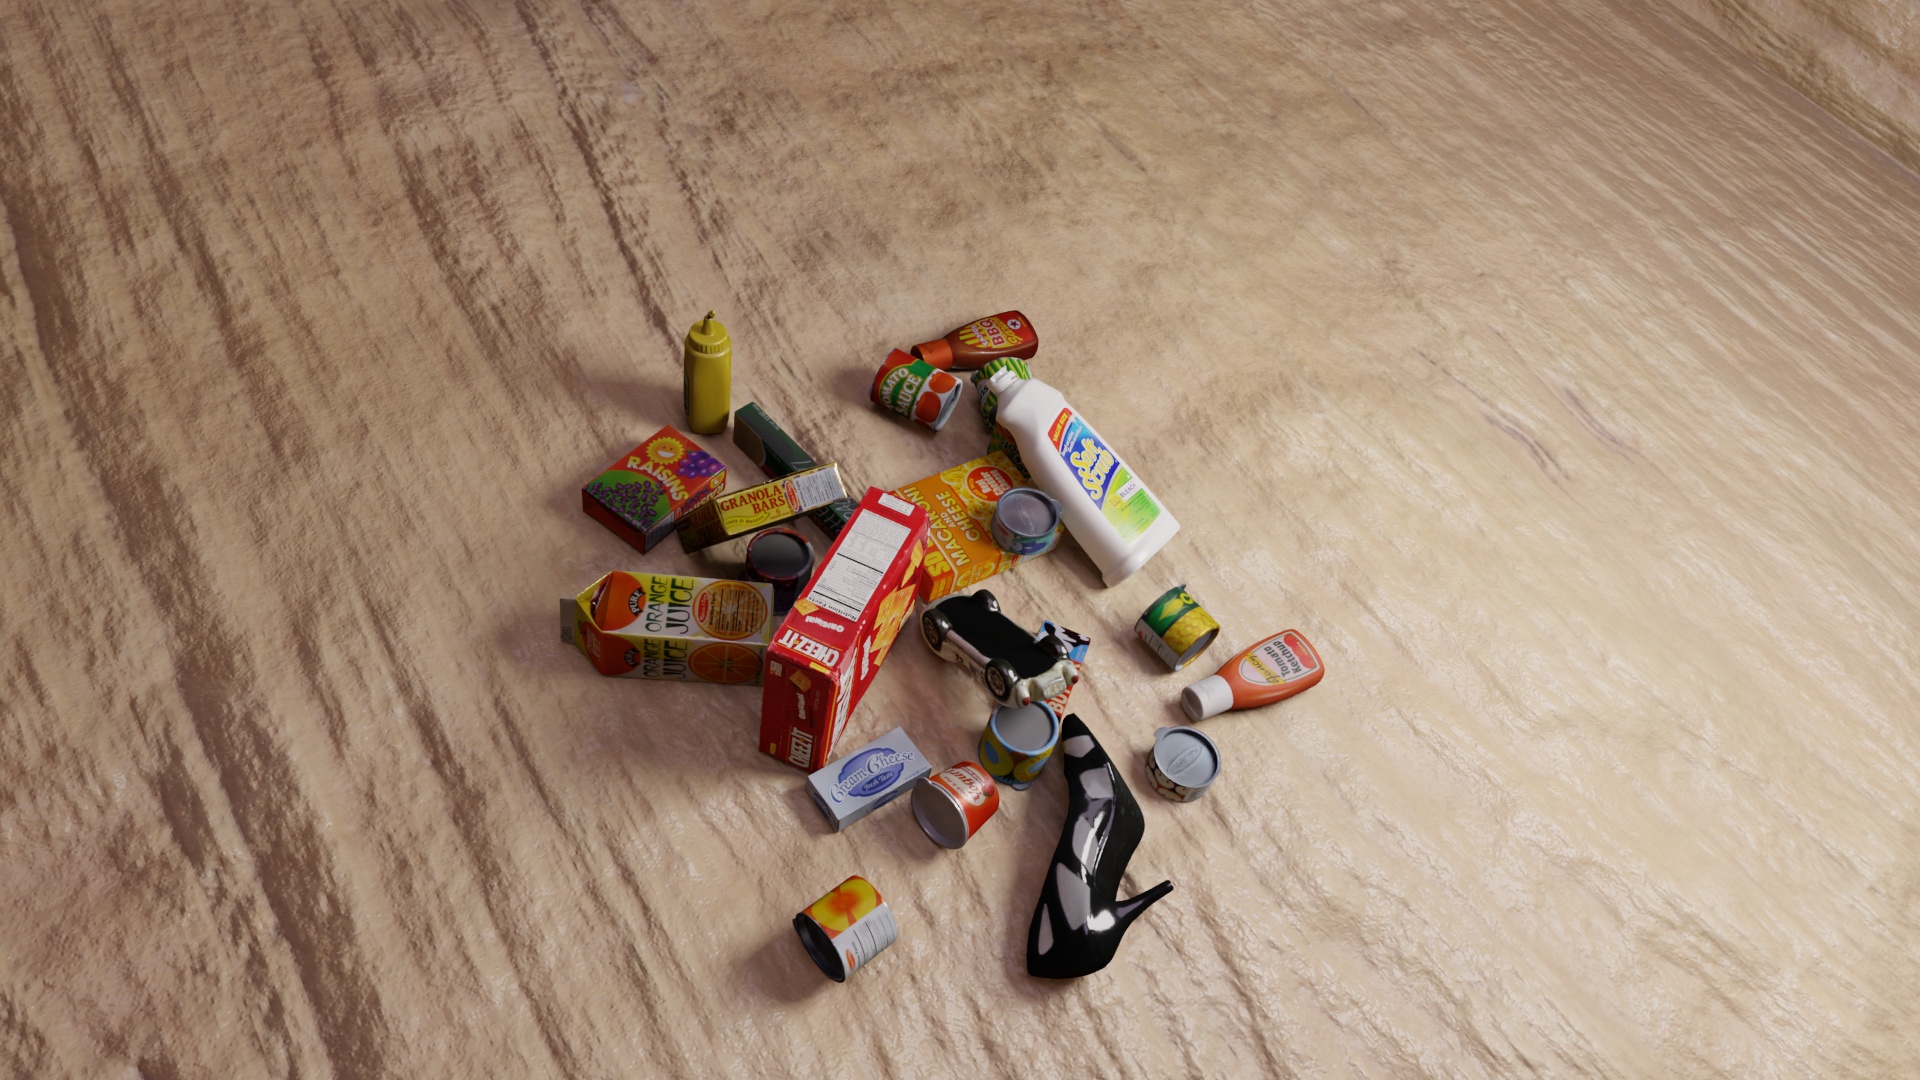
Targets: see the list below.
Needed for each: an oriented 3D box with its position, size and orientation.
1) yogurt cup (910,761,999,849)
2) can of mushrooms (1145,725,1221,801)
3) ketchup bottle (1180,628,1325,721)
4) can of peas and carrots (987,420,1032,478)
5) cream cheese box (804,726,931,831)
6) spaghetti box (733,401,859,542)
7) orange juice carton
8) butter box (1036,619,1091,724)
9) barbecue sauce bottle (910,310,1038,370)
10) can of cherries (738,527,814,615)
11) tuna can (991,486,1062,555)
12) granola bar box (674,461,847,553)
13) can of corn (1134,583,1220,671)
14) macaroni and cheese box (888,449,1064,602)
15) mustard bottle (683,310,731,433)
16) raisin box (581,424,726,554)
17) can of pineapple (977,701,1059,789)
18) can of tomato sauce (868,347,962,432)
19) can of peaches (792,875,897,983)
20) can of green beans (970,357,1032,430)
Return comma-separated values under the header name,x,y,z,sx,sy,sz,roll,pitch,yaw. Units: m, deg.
name,x,y,z,sx,sy,sz,roll,pitch,yaw
yogurt cup,-0.002,0.233,1.236,0.072,0.072,0.054,43,47,21
can of mushrooms,0.210,0.211,1.320,0.071,0.033,0.071,6,51,-8
ketchup bottle,0.290,0.140,1.390,0.149,0.043,0.065,-19,58,-25
can of peas and carrots,0.067,-0.109,1.531,0.071,0.058,0.071,6,50,-7
cream cheese box,-0.083,0.215,1.256,0.104,0.024,0.053,-26,60,-29
spaghetti box,-0.149,-0.049,1.438,0.029,0.049,0.250,-33,65,-30
orange juice carton,-0.273,0.081,1.290,0.193,0.071,0.073,5,51,-9
butter box,0.088,0.130,1.364,0.053,0.024,0.104,21,50,5
barbecue sauce bottle,0.014,-0.226,1.624,0.149,0.043,0.065,-18,58,-24
can of cherries,-0.181,0.029,1.362,0.071,0.058,0.072,7,51,-8
tuna can,0.068,-0.020,1.422,0.071,0.032,0.071,7,52,-9
granola bar box,-0.196,-0.030,1.342,0.124,0.165,0.039,-19,91,-25
can of corn,0.221,0.087,1.400,0.071,0.070,0.058,-29,64,-31
macaroni and cheese box,0.005,-0.018,1.455,0.167,0.040,0.124,-22,59,-27
mustard bottle,-0.264,-0.182,1.449,0.049,0.159,0.065,-4,52,-15
raisin box,-0.310,-0.054,1.413,0.086,0.039,0.124,34,52,16
can of pineapple,0.055,0.186,1.289,0.071,0.057,0.071,7,51,-8
can of tomato sauce,-0.050,-0.166,1.545,0.083,0.070,0.071,27,51,9
can of peaches,-0.095,0.318,1.144,0.058,0.070,0.071,-30,63,-31
can of green beans,0.053,-0.163,1.567,0.071,0.071,0.058,-2,53,-14
